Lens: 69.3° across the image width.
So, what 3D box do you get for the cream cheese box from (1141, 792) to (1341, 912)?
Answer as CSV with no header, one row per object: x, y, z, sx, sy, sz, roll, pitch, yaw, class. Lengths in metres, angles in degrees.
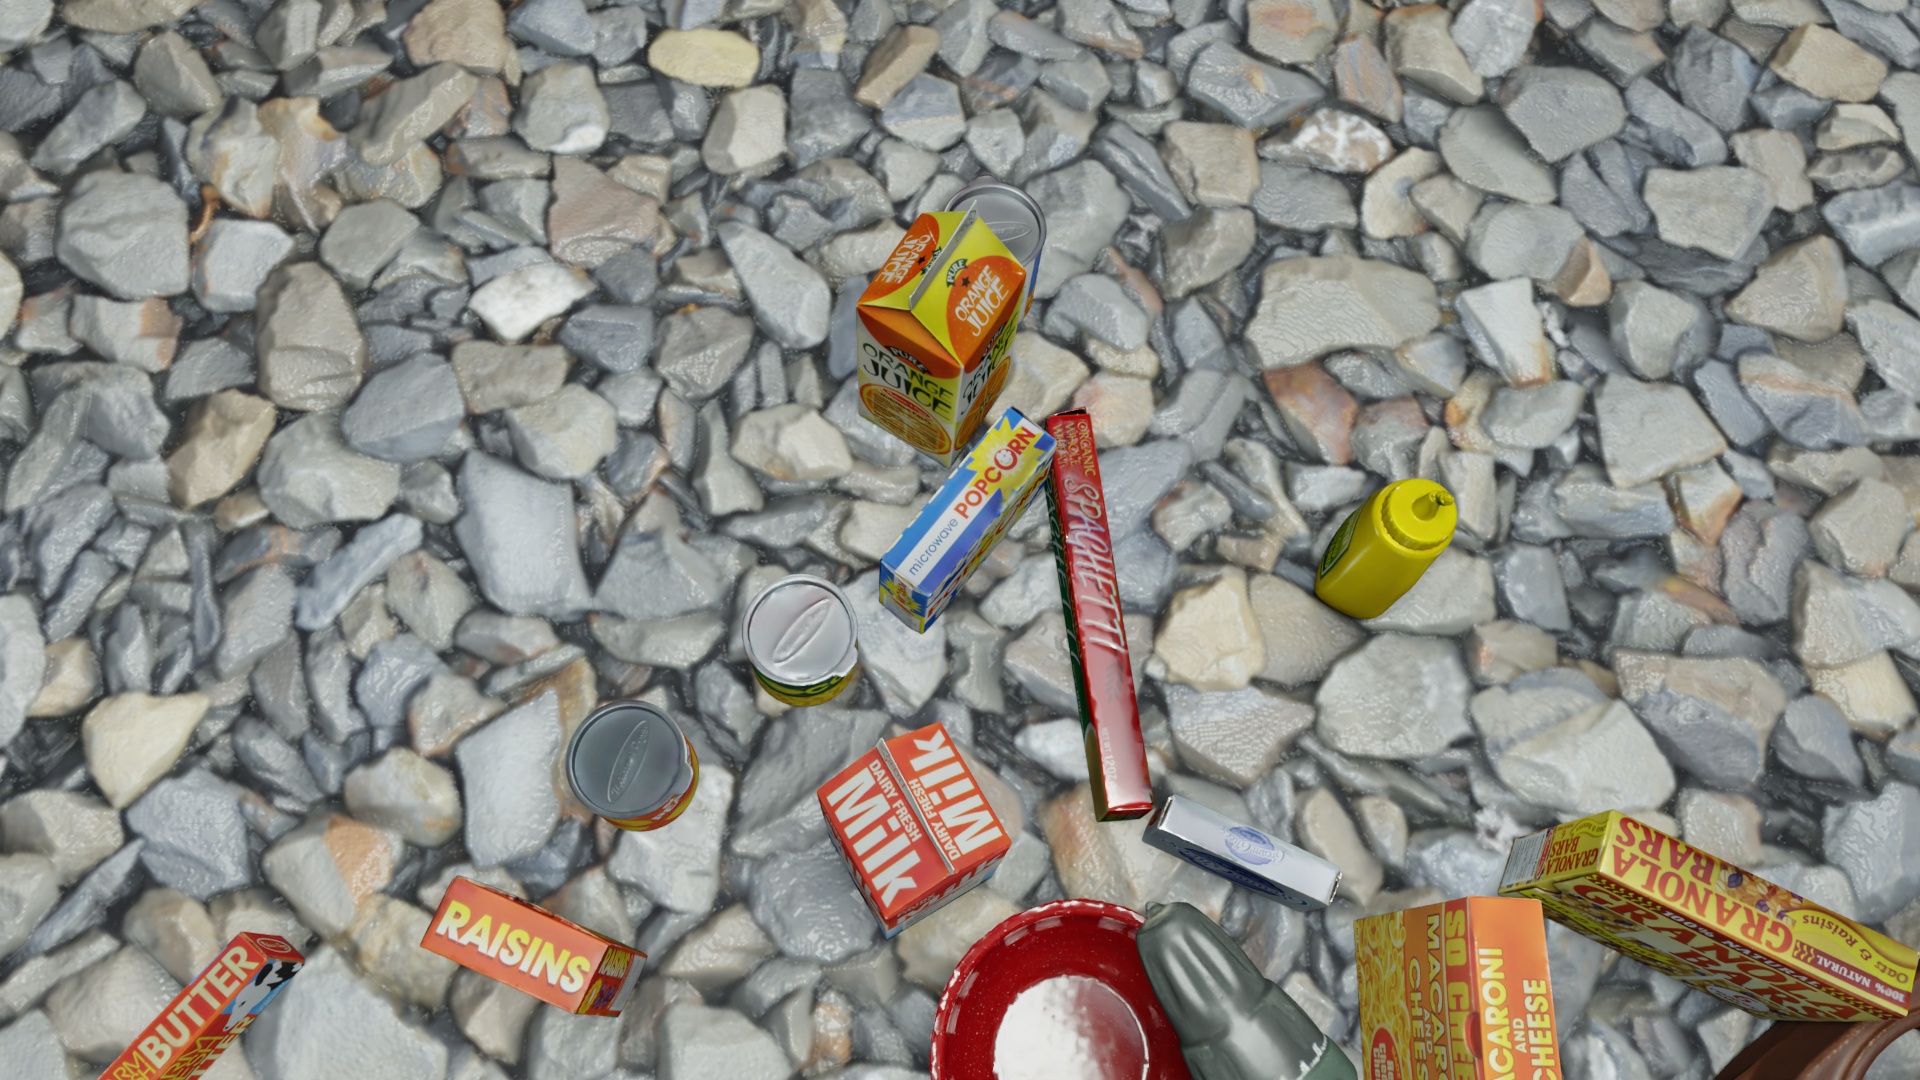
0.159,0.179,0.793,0.104,0.053,0.024,24,71,5,cream cheese box

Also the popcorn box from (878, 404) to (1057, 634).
0.003,-0.010,0.836,0.038,0.085,0.127,37,72,9,popcorn box

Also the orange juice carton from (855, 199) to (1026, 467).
-0.014,-0.122,0.818,0.073,0.192,0.072,31,72,8,orange juice carton

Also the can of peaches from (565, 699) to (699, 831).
-0.182,0.130,0.788,0.071,0.058,0.071,1,70,-3,can of peaches

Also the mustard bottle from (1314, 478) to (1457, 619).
0.252,-0.002,0.807,0.049,0.159,0.065,26,71,6,mustard bottle

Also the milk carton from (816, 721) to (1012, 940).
-0.025,0.151,0.719,0.073,0.190,0.072,-28,75,-12,milk carton

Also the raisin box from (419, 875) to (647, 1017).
-0.217,0.213,0.721,0.086,0.123,0.040,22,71,5,raisin box

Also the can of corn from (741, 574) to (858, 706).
-0.091,0.062,0.818,0.071,0.058,0.071,1,70,-3,can of corn

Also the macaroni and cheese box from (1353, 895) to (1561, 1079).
0.249,0.253,0.712,0.040,0.166,0.124,2,70,-2,macaroni and cheese box

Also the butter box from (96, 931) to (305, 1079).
-0.401,0.255,0.732,0.024,0.053,0.104,38,72,10,butter box

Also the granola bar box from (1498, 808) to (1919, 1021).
0.400,0.208,0.759,0.166,0.123,0.039,25,71,6,granola bar box

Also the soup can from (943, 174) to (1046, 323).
0.018,-0.183,0.900,0.071,0.083,0.071,1,70,-3,soup can

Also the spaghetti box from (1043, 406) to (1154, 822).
0.080,0.042,0.840,0.029,0.050,0.251,-6,71,-5,spaghetti box
